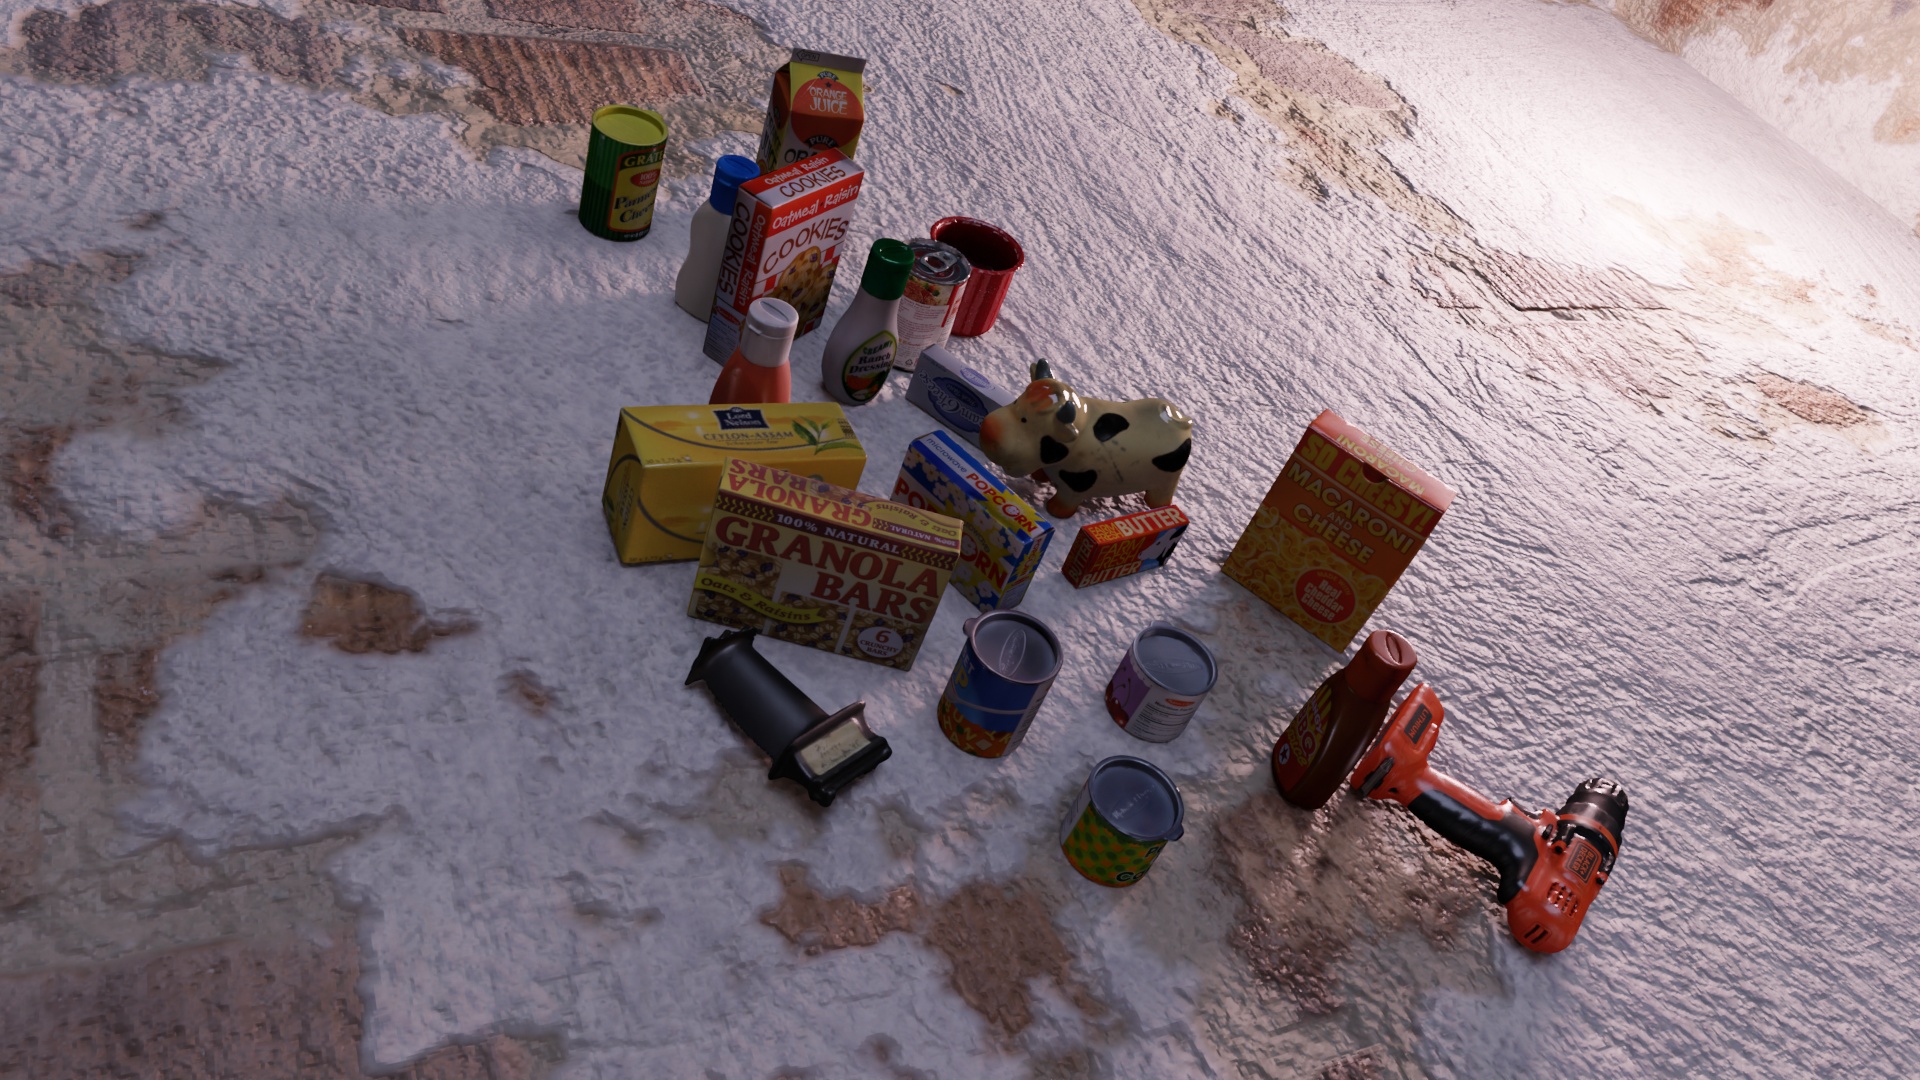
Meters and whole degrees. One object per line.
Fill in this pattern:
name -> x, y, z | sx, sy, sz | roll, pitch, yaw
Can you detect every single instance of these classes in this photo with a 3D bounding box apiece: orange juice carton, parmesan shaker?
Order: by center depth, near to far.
parmesan shaker -> -0.303, -0.331, 1.255 | 0.071, 0.102, 0.072 | 13, 42, -11
orange juice carton -> -0.143, -0.367, 1.297 | 0.072, 0.191, 0.073 | 1, 45, -24

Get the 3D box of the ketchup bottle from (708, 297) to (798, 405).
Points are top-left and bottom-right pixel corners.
ketchup bottle -> -0.156, -0.113, 1.051 | 0.065, 0.148, 0.044 | 37, 43, 16

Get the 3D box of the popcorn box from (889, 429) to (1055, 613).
popcorn box -> 0.004, -0.013, 1.063 | 0.127, 0.084, 0.038 | 42, 44, 21

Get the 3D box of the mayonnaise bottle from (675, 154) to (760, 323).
mayonnaise bottle -> -0.202, -0.255, 1.184 | 0.065, 0.147, 0.041 | 29, 41, 8

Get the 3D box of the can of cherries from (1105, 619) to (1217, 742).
can of cherries -> 0.147, 0.103, 1.021 | 0.071, 0.058, 0.072 | 13, 42, -11

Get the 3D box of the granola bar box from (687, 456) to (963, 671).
granola bar box -> -0.095, 0.019, 0.954 | 0.166, 0.123, 0.039 | 15, 41, -9

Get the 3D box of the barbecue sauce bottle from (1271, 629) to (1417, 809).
barbecue sauce bottle -> 0.272, 0.124, 0.986 | 0.044, 0.147, 0.065 | 14, 41, -10

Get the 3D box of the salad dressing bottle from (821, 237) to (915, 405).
salad dressing bottle -> -0.075, -0.182, 1.162 | 0.064, 0.146, 0.044 | -15, 53, -35

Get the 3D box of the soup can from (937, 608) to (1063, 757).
soup can -> 0.024, 0.097, 0.953 | 0.071, 0.083, 0.072 | 13, 42, -11

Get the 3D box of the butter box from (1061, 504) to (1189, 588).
butter box -> 0.134, 0.004, 1.127 | 0.104, 0.052, 0.024 | -13, 52, -34

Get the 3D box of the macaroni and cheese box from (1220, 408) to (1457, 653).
macaroni and cheese box -> 0.303, -0.005, 1.126 | 0.124, 0.165, 0.040 | 36, 42, 15

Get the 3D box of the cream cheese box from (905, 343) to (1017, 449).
cream cheese box -> 0.005, -0.120, 1.203 | 0.104, 0.053, 0.024 | 35, 42, 14

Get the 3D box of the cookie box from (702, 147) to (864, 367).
cookie box -> -0.151, -0.237, 1.172 | 0.040, 0.166, 0.123 | 35, 42, 14

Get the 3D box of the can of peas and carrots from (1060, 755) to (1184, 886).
can of peas and carrots -> 0.107, 0.187, 0.914 | 0.071, 0.058, 0.071 | 13, 42, -11
